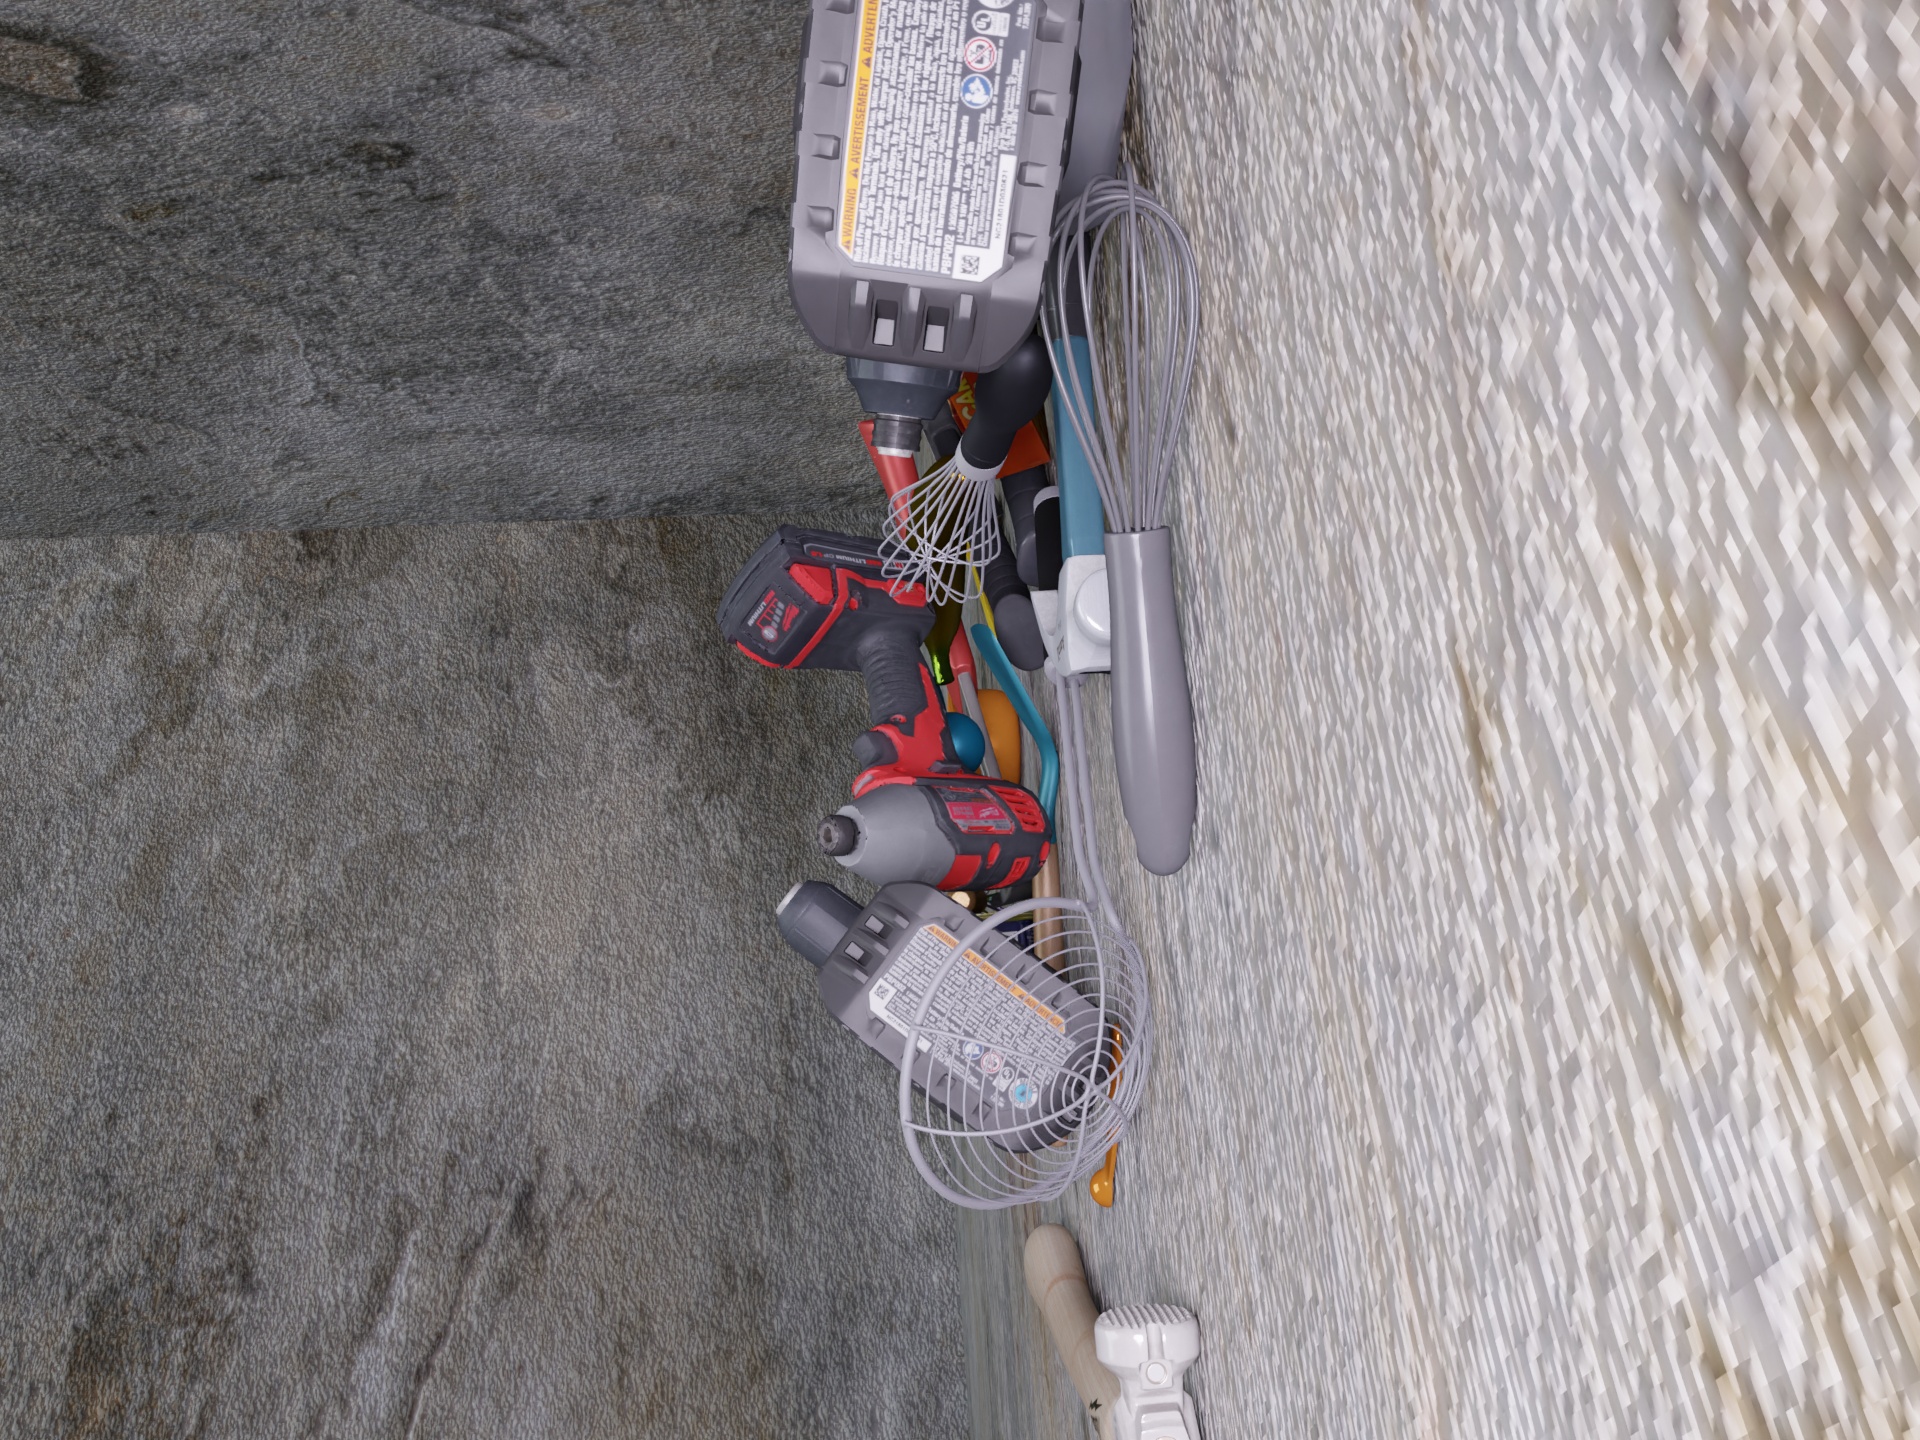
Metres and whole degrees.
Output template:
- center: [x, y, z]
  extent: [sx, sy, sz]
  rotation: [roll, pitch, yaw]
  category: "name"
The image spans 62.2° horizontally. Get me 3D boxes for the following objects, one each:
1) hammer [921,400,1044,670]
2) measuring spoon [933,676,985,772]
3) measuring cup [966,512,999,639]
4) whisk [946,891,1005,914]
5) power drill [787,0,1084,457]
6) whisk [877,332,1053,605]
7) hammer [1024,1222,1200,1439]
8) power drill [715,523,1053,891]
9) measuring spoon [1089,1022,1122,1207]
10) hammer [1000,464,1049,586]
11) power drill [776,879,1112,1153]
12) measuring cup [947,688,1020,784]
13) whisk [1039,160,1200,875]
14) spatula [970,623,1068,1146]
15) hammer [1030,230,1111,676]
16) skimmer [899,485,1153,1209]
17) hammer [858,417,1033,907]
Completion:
- center: [0.014, -0.132, 1.083]
  extent: [0.335, 0.035, 0.146]
  rotation: [-107, -7, -55]
  category: "hammer"
- center: [-0.002, -0.003, 1.007]
  extent: [0.129, 0.021, 0.042]
  rotation: [-109, 6, -66]
  category: "measuring spoon"
- center: [0.028, -0.109, 1.256]
  extent: [0.062, 0.029, 0.157]
  rotation: [95, 161, -74]
  category: "measuring cup"
- center: [0.008, 0.132, 1.187]
  extent: [0.245, 0.051, 0.047]
  rotation: [50, -150, -82]
  category: "whisk"
- center: [-0.013, -0.180, 0.560]
  extent: [0.223, 0.080, 0.171]
  rotation: [-104, 21, -81]
  category: "power drill"
- center: [0.005, -0.115, 0.760]
  extent: [0.284, 0.070, 0.070]
  rotation: [129, 139, -74]
  category: "whisk"
- center: [0.065, 0.318, 0.764]
  extent: [0.410, 0.038, 0.146]
  rotation: [108, 158, -81]
  category: "hammer"
- center: [-0.048, -0.001, 0.888]
  extent: [0.078, 0.143, 0.220]
  rotation: [-48, 55, 34]
  category: "power drill"
- center: [0.070, 0.193, 0.774]
  extent: [0.021, 0.011, 0.116]
  rotation: [-98, 7, -59]
  category: "measuring spoon"
- center: [0.029, -0.205, 1.009]
  extent: [0.409, 0.036, 0.149]
  rotation: [-98, 8, -55]
  category: "hammer"
- center: [-0.016, 0.143, 0.816]
  extent: [0.080, 0.190, 0.228]
  rotation: [-53, -3, -11]
  category: "power drill"
- center: [0.016, 0.011, 1.241]
  extent: [0.174, 0.052, 0.095]
  rotation: [-100, 8, -79]
  category: "measuring cup"
- center: [0.060, -0.062, 0.532]
  extent: [0.055, 0.055, 0.239]
  rotation: [-108, 12, -78]
  category: "whisk"
- center: [0.040, 0.099, 0.952]
  extent: [0.082, 0.044, 0.317]
  rotation: [-162, 68, -81]
  category: "spatula"
- center: [0.048, -0.180, 0.714]
  extent: [0.128, 0.033, 0.331]
  rotation: [107, 161, -77]
  category: "hammer"
- center: [0.028, 0.034, 0.722]
  extent: [0.127, 0.090, 0.364]
  rotation: [39, -145, -37]
  category: "skimmer"
- center: [-0.007, -0.051, 1.103]
  extent: [0.149, 0.036, 0.359]
  rotation: [100, 154, -71]
  category: "hammer"
